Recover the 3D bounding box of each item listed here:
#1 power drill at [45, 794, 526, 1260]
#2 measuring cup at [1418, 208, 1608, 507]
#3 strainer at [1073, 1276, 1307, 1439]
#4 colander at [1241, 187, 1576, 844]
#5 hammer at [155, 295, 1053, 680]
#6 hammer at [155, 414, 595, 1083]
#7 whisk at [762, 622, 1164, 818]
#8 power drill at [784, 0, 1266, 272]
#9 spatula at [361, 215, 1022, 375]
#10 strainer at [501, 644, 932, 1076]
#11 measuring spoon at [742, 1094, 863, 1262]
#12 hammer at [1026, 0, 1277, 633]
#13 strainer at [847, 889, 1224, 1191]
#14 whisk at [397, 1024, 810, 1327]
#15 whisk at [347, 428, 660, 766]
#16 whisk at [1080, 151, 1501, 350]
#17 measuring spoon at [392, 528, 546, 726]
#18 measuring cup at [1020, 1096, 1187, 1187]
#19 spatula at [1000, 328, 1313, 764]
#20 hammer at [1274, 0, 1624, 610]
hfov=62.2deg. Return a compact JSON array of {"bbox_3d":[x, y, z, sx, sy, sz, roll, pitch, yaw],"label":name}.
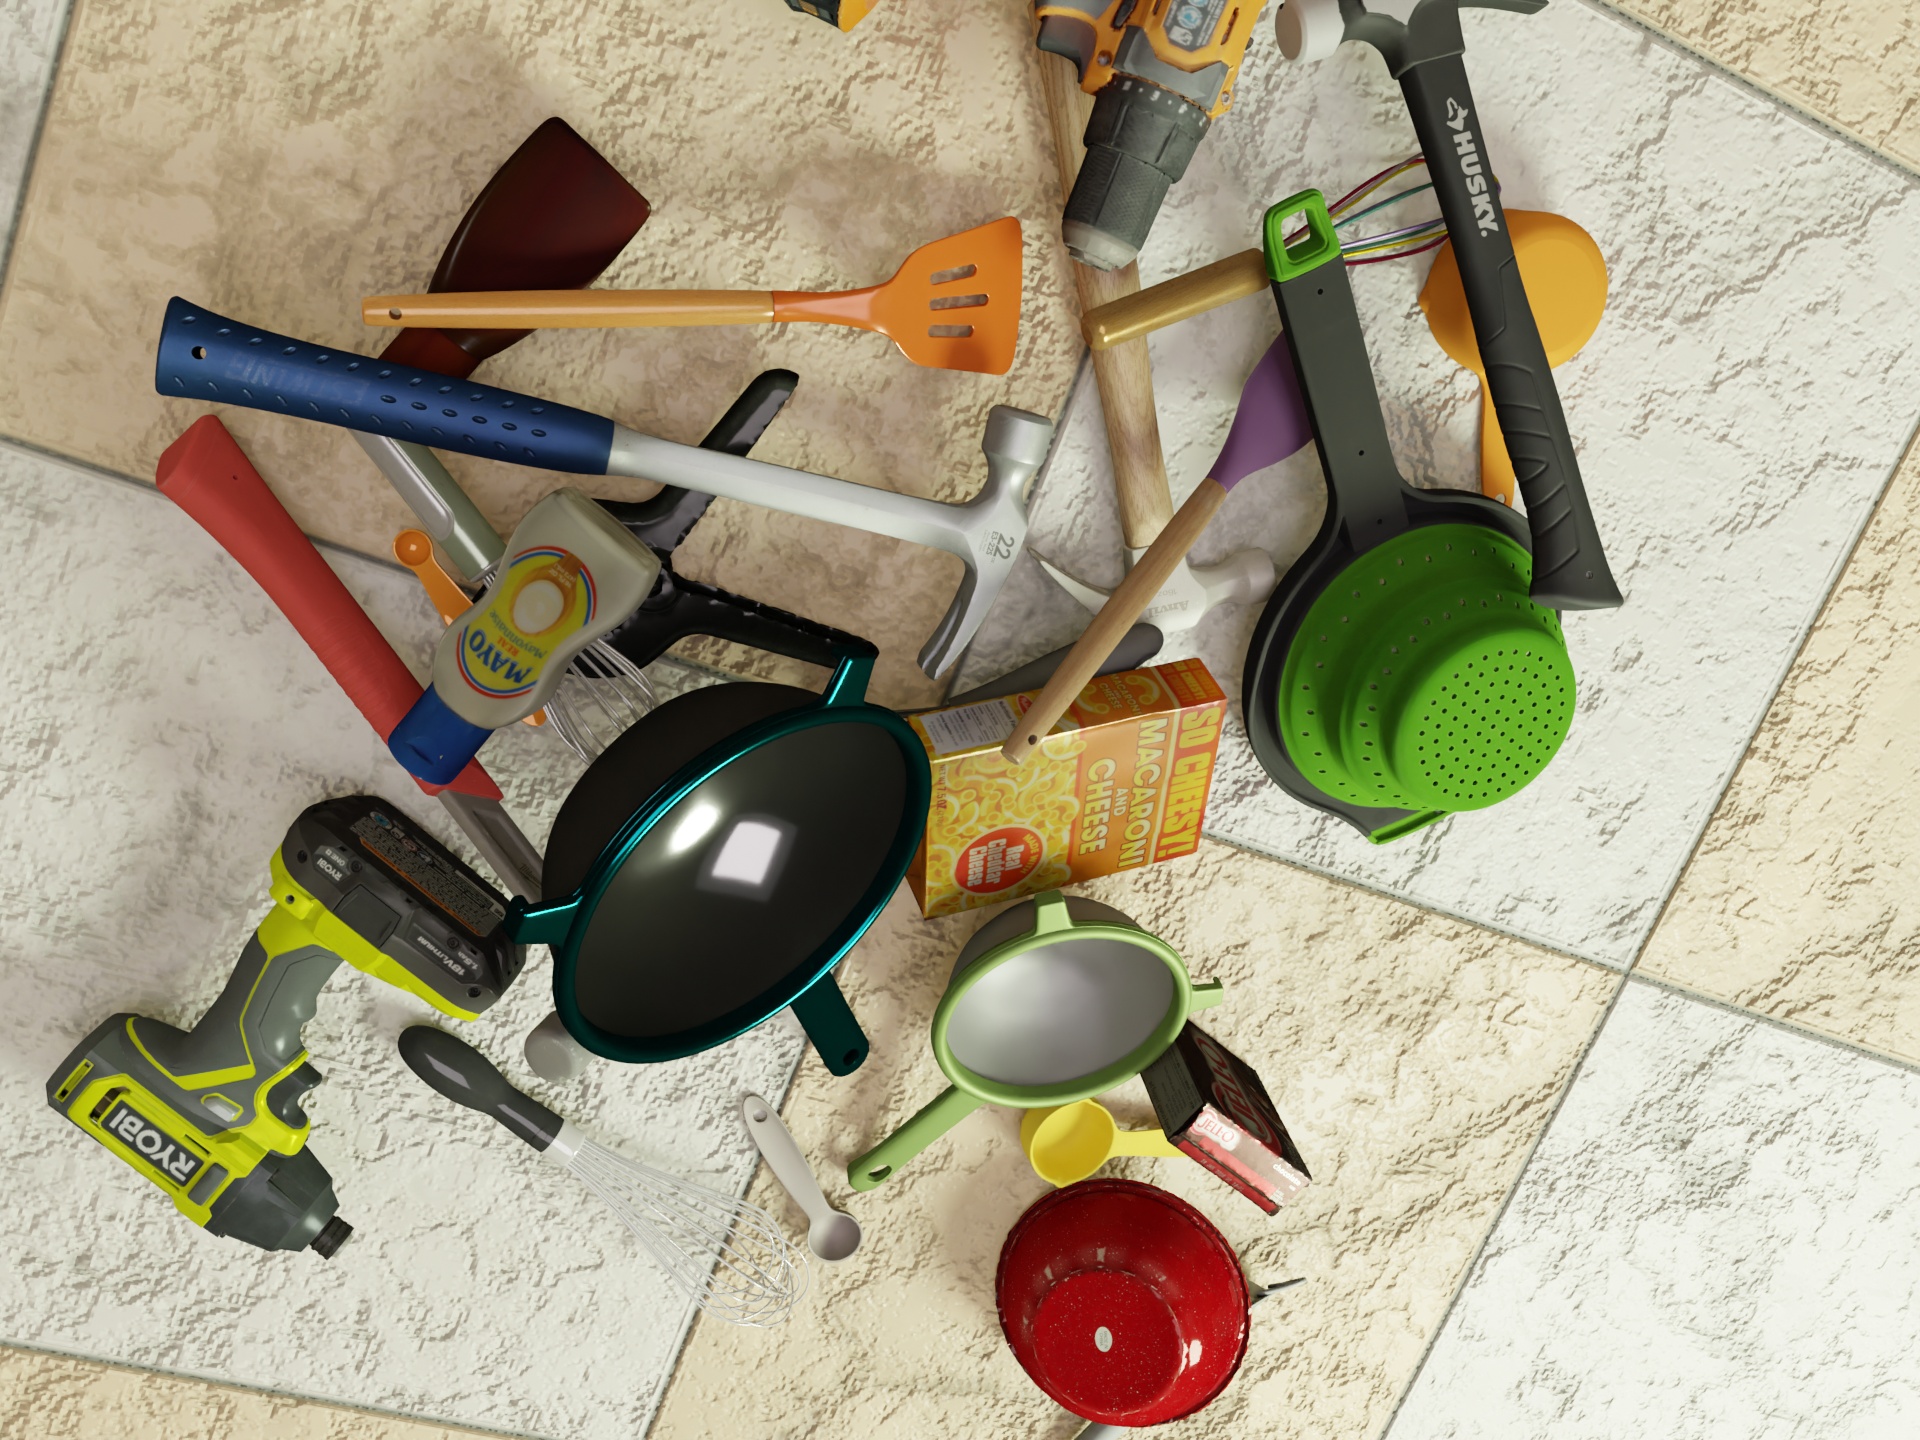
[{"bbox_3d":[-0.338,0.165,0.829,0.171,0.080,0.223,41,98,-8],"label":"power drill"},{"bbox_3d":[0.307,-0.190,0.870,0.095,0.052,0.173,-8,107,-9],"label":"measuring cup"},{"bbox_3d":[0.121,0.433,1.040,0.258,0.050,0.086,-50,154,12],"label":"strainer"},{"bbox_3d":[0.238,-0.081,0.835,0.204,0.095,0.396,-27,121,-4],"label":"colander"},{"bbox_3d":[-0.157,-0.121,0.755,0.405,0.035,0.144,10,104,-21],"label":"hammer"},{"bbox_3d":[-0.266,0.004,0.798,0.036,0.149,0.359,-30,101,27],"label":"hammer"},{"bbox_3d":[-0.002,-0.004,0.859,0.239,0.055,0.055,-22,111,0],"label":"whisk"},{"bbox_3d":[0.022,-0.329,0.732,0.226,0.084,0.185,21,102,-5],"label":"power drill"},{"bbox_3d":[-0.117,-0.200,0.767,0.322,0.041,0.081,-5,116,-16],"label":"spatula"},{"bbox_3d":[-0.112,0.090,0.817,0.211,0.095,0.340,-39,150,-15],"label":"strainer"},{"bbox_3d":[-0.098,0.273,0.959,0.034,0.018,0.124,-29,104,-2],"label":"measuring spoon"},{"bbox_3d":[0.079,-0.203,0.831,0.130,0.031,0.331,-15,109,-7],"label":"hammer"},{"bbox_3d":[0.017,0.184,0.934,0.151,0.069,0.256,31,117,-33],"label":"strainer"},{"bbox_3d":[-0.201,0.259,0.911,0.284,0.070,0.070,41,96,-16],"label":"whisk"},{"bbox_3d":[-0.223,-0.067,0.771,0.058,0.059,0.246,-29,105,32],"label":"whisk"},{"bbox_3d":[0.171,-0.241,0.819,0.245,0.051,0.047,-23,88,-12],"label":"whisk"},{"bbox_3d":[-0.243,-0.046,0.794,0.021,0.011,0.116,-31,107,7],"label":"measuring spoon"},{"bbox_3d":[0.108,0.256,0.993,0.156,0.029,0.062,7,106,-26],"label":"measuring cup"},{"bbox_3d":[0.120,-0.101,0.828,0.316,0.018,0.059,-52,121,-14],"label":"spatula"},{"bbox_3d":[0.272,-0.213,0.794,0.146,0.035,0.335,-18,94,-11],"label":"hammer"}]
